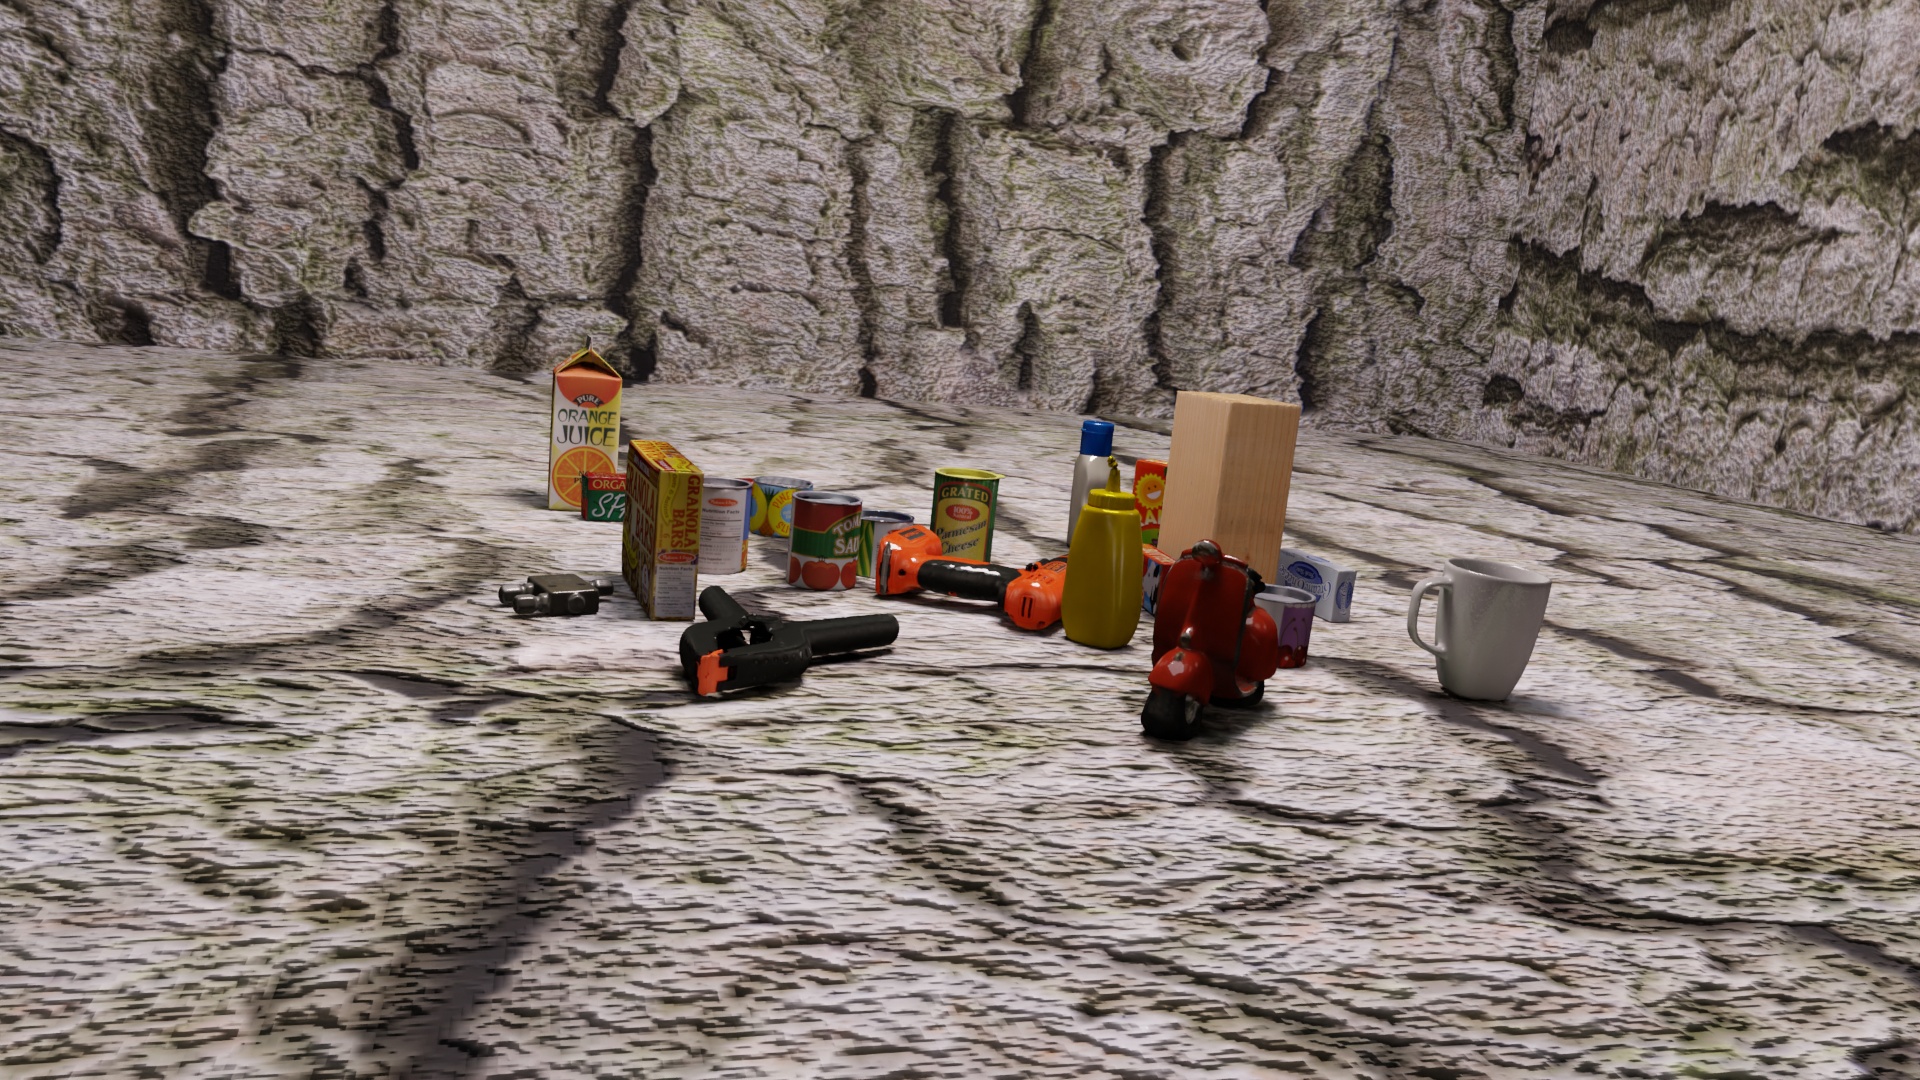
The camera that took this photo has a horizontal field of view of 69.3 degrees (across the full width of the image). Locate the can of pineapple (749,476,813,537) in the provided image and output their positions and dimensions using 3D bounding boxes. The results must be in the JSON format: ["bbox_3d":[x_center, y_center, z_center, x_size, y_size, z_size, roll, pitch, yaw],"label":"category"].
[{"bbox_3d":[-0.195,-0.037,1.519,0.071,0.057,0.071,6,10,-1],"label":"can of pineapple"}]

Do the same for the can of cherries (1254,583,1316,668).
[{"bbox_3d":[0.268,0.072,1.183,0.071,0.058,0.071,6,10,-1],"label":"can of cherries"}]

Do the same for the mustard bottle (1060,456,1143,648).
[{"bbox_3d":[0.124,0.008,1.170,0.065,0.160,0.049,13,13,37],"label":"mustard bottle"}]

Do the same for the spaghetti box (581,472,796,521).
[{"bbox_3d":[-0.290,-0.045,1.534,0.250,0.050,0.029,1,11,-22],"label":"spaghetti box"}]

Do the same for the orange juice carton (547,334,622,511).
[{"bbox_3d":[-0.418,-0.132,1.545,0.073,0.192,0.072,2,10,-18],"label":"orange juice carton"}]

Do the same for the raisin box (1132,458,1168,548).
[{"bbox_3d":[0.225,-0.020,1.476,0.086,0.123,0.040,13,12,34],"label":"raisin box"}]

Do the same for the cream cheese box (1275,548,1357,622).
[{"bbox_3d":[0.354,0.044,1.392,0.024,0.053,0.104,2,11,-22],"label":"cream cheese box"}]

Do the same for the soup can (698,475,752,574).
[{"bbox_3d":[-0.234,-0.016,1.318,0.071,0.083,0.071,6,10,-1],"label":"soup can"}]

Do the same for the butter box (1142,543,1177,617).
[{"bbox_3d":[0.185,0.037,1.341,0.024,0.053,0.103,4,11,-11],"label":"butter box"}]

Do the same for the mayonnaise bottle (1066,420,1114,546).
[{"bbox_3d":[0.151,-0.062,1.596,0.041,0.147,0.065,3,10,-14],"label":"mayonnaise bottle"}]

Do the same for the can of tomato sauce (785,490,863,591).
[{"bbox_3d":[-0.125,0.000,1.292,0.071,0.083,0.071,6,10,-1],"label":"can of tomato sauce"}]

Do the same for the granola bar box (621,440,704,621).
[{"bbox_3d":[-0.255,-0.012,1.177,0.039,0.124,0.166,2,11,-22],"label":"granola bar box"}]

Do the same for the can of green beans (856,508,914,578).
[{"bbox_3d":[-0.080,0.003,1.370,0.071,0.057,0.071,6,10,-1],"label":"can of green beans"}]

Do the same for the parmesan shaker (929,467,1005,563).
[{"bbox_3d":[0.005,-0.018,1.401,0.071,0.103,0.071,6,10,-1],"label":"parmesan shaker"}]
